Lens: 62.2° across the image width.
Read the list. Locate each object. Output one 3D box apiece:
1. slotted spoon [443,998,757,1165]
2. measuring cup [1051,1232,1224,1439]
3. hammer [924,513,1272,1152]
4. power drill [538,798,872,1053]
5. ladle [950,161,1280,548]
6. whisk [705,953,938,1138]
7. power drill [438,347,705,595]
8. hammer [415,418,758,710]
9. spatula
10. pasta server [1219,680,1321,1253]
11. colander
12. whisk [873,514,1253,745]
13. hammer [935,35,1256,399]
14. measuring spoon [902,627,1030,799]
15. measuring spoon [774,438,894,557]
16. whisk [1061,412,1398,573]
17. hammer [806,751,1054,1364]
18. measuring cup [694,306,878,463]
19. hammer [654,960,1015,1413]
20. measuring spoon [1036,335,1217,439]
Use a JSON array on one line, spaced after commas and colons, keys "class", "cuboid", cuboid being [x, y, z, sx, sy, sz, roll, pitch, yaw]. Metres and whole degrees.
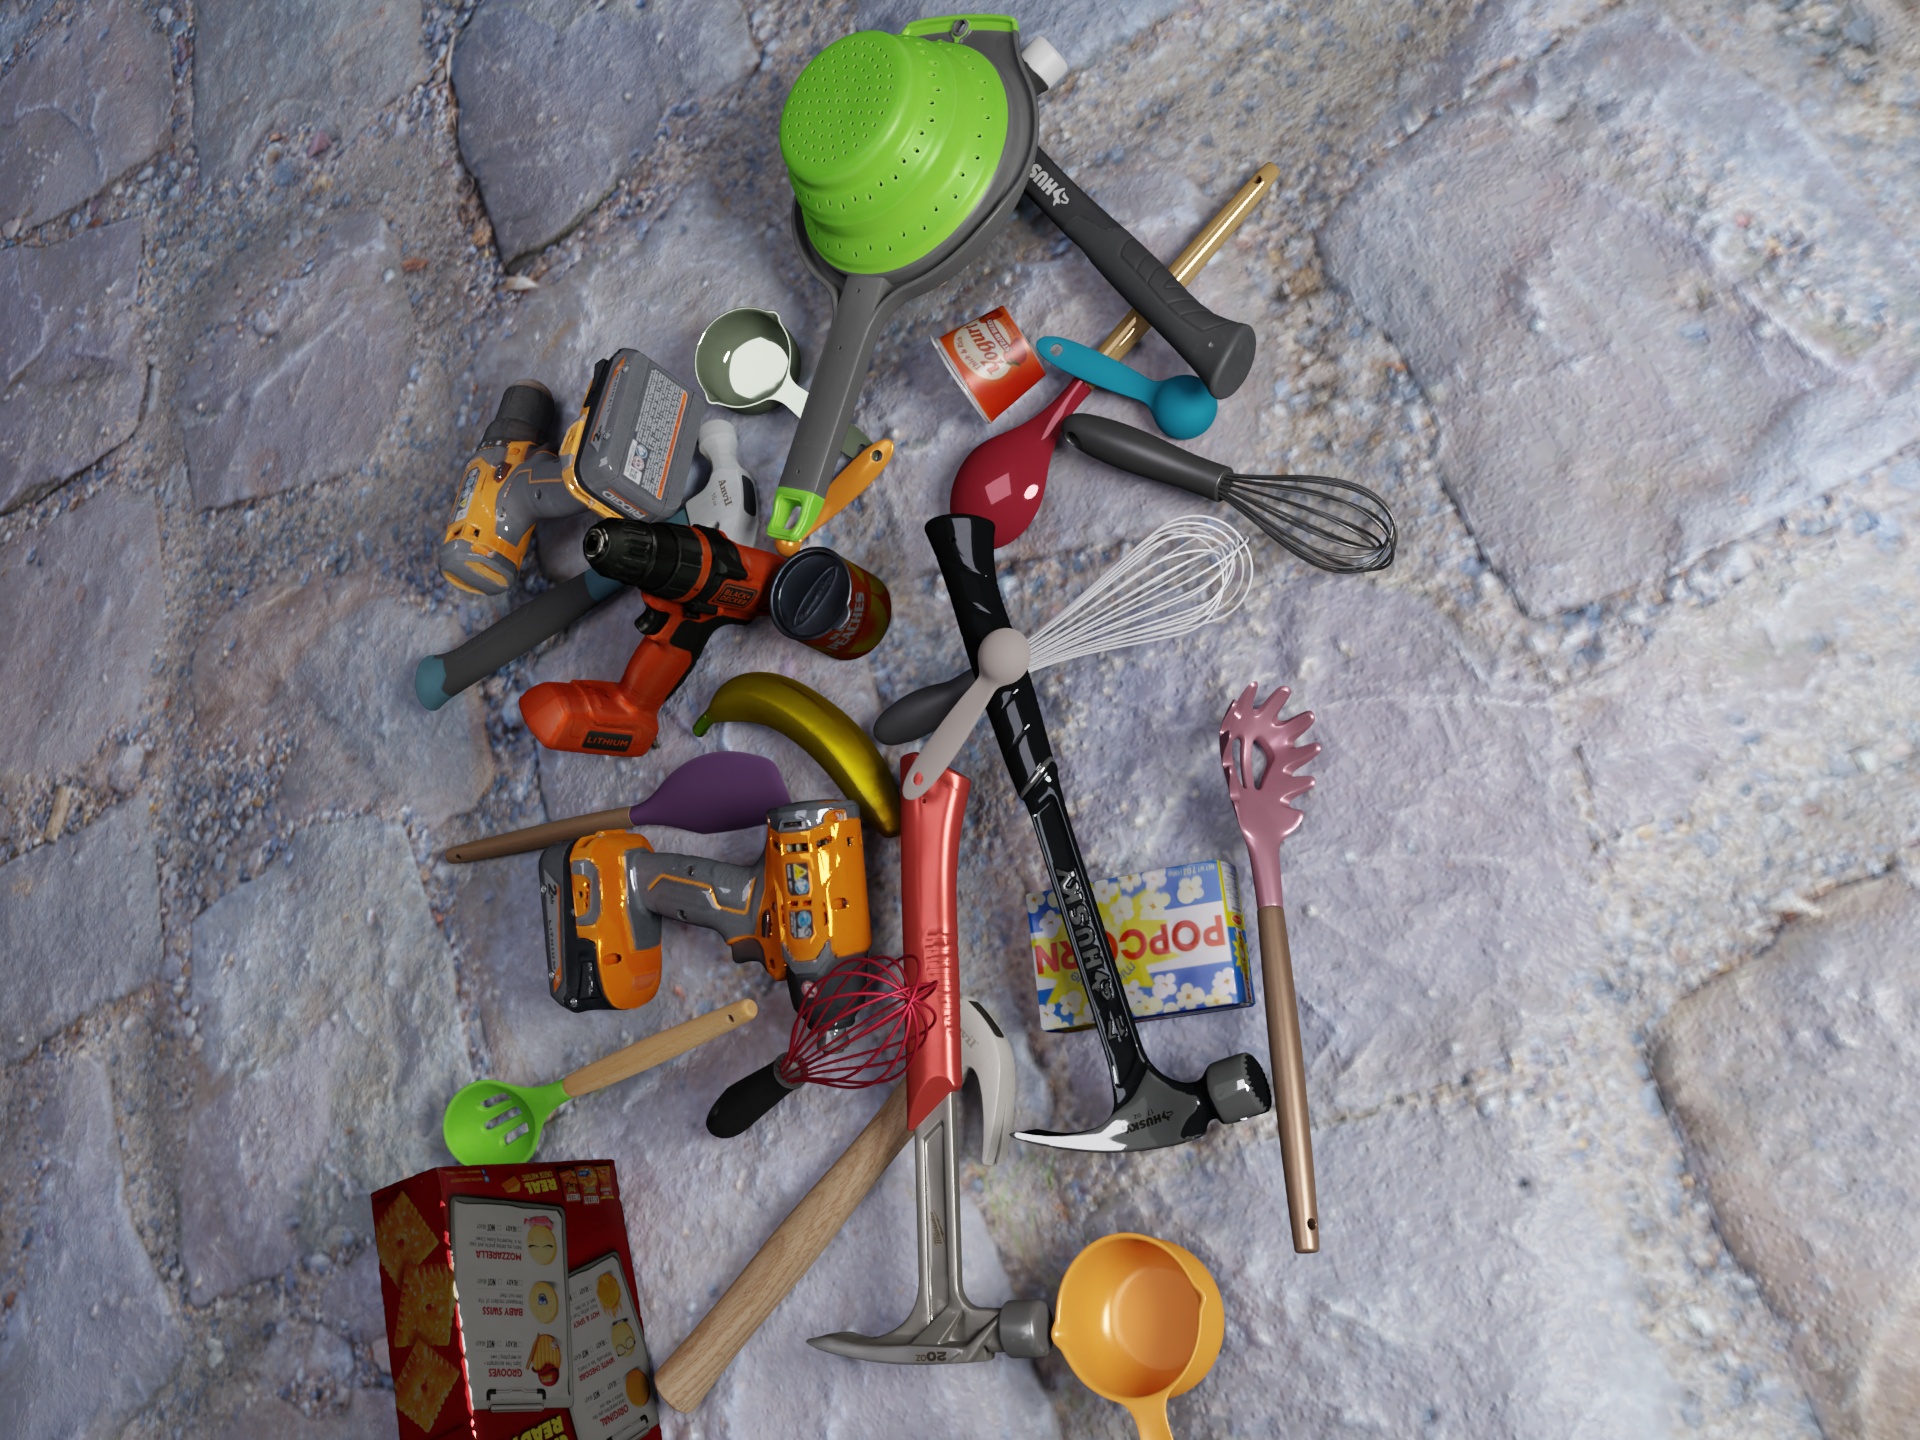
[{"class": "slotted spoon", "cuboid": [-0.247, 0.243, 1.080, 0.314, 0.031, 0.070, -28, 93, 32]}, {"class": "measuring cup", "cuboid": [0.112, 0.370, 0.871, 0.095, 0.052, 0.174, -25, 62, 22]}, {"class": "hammer", "cuboid": [0.048, 0.056, 0.949, 0.149, 0.036, 0.409, -26, 69, 23]}, {"class": "power drill", "cuboid": [-0.164, 0.143, 1.062, 0.226, 0.084, 0.164, -7, 87, 23]}, {"class": "ladle", "cuboid": [0.100, -0.242, 1.051, 0.315, 0.031, 0.069, -48, 67, 8]}, {"class": "whisk", "cuboid": [-0.095, 0.207, 0.961, 0.295, 0.073, 0.073, -43, 57, 50]}, {"class": "power drill", "cuboid": [-0.296, -0.204, 1.200, 0.226, 0.084, 0.185, -15, 56, 38]}, {"class": "hammer", "cuboid": [-0.292, -0.097, 1.219, 0.331, 0.033, 0.128, -28, 65, 20]}, {"class": "spatula", "cuboid": [-0.259, 0.072, 1.163, 0.316, 0.018, 0.059, -13, 106, 27]}, {"class": "pasta server", "cuboid": [0.178, 0.129, 0.881, 0.040, 0.060, 0.316, 130, 144, -58]}, {"class": "colander", "cuboid": [-0.080, -0.321, 1.082, 0.205, 0.094, 0.397, 15, 85, 36]}, {"class": "whisk", "cuboid": [0.057, -0.048, 1.010, 0.284, 0.070, 0.070, -28, 67, 24]}, {"class": "hammer", "cuboid": [0.084, -0.319, 1.052, 0.146, 0.035, 0.335, -43, 56, 13]}, {"class": "measuring spoon", "cuboid": [-0.002, -0.003, 0.958, 0.034, 0.018, 0.124, 40, 102, 29]}, {"class": "measuring spoon", "cuboid": [-0.091, -0.159, 1.135, 0.117, 0.011, 0.021, -42, 85, 14]}, {"class": "whisk", "cuboid": [0.160, -0.147, 0.977, 0.239, 0.055, 0.055, 27, 91, 29]}, {"class": "hammer", "cuboid": [-0.025, 0.198, 0.966, 0.149, 0.036, 0.359, -10, 73, 24]}, {"class": "measuring cup", "cuboid": [-0.121, -0.236, 1.166, 0.168, 0.038, 0.083, 39, 95, 13]}, {"class": "hammer", "cuboid": [-0.084, 0.312, 1.010, 0.130, 0.031, 0.331, 43, 99, 29]}, {"class": "measuring spoon", "cuboid": [0.105, -0.221, 1.023, 0.129, 0.021, 0.042, 27, 93, 12]}]
